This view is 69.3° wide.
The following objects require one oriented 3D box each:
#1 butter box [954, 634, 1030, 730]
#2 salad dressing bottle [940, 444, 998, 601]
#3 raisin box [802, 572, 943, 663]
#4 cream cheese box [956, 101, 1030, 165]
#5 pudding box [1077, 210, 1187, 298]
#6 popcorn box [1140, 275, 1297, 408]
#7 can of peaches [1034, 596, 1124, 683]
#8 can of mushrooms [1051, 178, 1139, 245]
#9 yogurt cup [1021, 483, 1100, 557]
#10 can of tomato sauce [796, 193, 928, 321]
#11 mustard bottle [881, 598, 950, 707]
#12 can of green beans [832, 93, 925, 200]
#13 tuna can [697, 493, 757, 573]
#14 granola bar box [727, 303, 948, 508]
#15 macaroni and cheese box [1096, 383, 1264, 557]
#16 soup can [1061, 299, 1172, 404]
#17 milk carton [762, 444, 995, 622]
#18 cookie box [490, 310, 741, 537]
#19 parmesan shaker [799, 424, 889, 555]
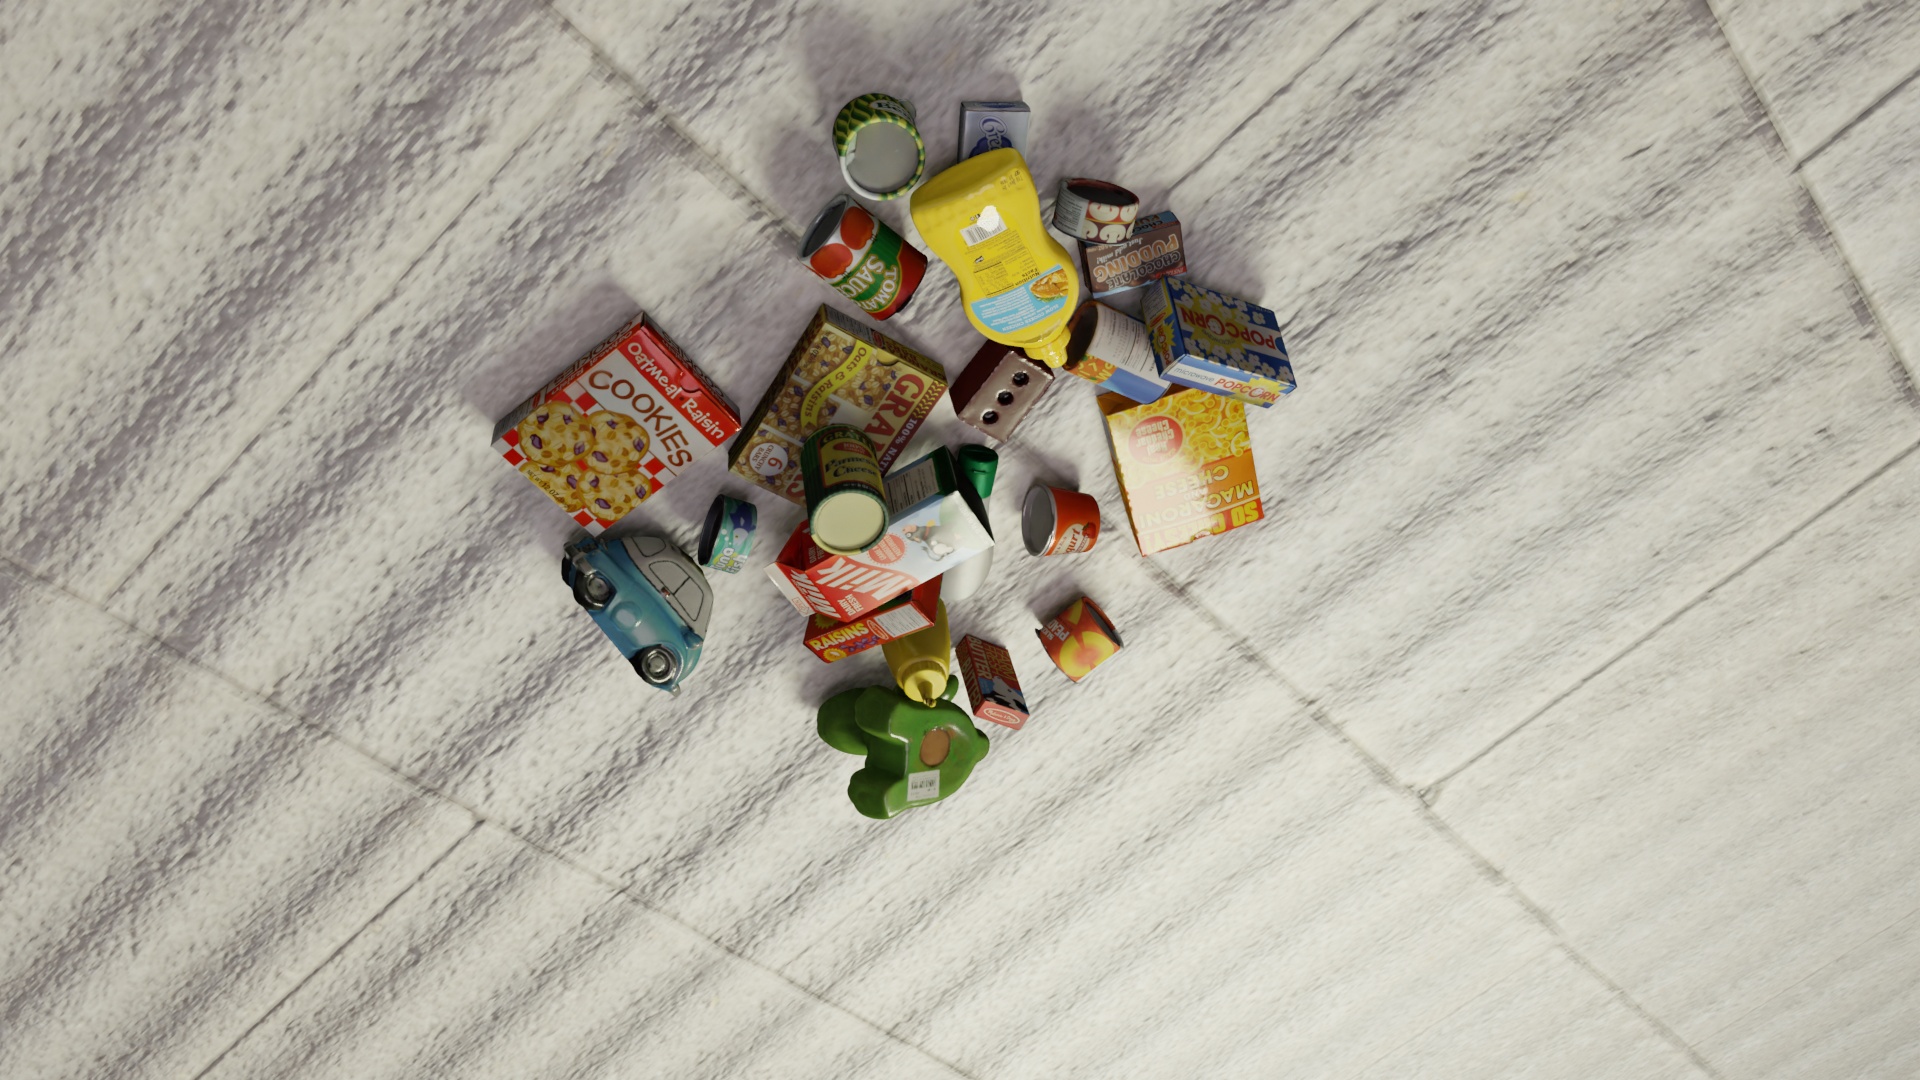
[{"bbox_3d":[0.030,0.137,1.346,0.053,0.104,0.024,21,117,-25],"label":"butter box"},{"bbox_3d":[0.005,-0.016,1.276,0.064,0.044,0.146,7,120,-8],"label":"salad dressing bottle"},{"bbox_3d":[-0.078,0.053,1.258,0.123,0.086,0.040,-22,130,28],"label":"raisin box"},{"bbox_3d":[0.024,-0.296,1.105,0.053,0.024,0.103,-2,123,-11],"label":"cream cheese box"},{"bbox_3d":[0.144,-0.239,1.164,0.084,0.030,0.049,-14,126,-1],"label":"pudding box"},{"bbox_3d":[0.218,-0.167,1.177,0.127,0.085,0.038,11,145,-30],"label":"popcorn box"},{"bbox_3d":[0.117,0.095,1.359,0.058,0.071,0.071,-38,122,14],"label":"can of peaches"},{"bbox_3d":[0.111,-0.265,1.119,0.071,0.071,0.033,3,121,-14],"label":"can of mushrooms"},{"bbox_3d":[0.093,-0.017,1.282,0.054,0.073,0.072,3,123,-23],"label":"yogurt cup"},{"bbox_3d":[-0.078,-0.224,1.105,0.083,0.071,0.071,34,111,-28],"label":"can of tomato sauce"},{"bbox_3d":[-0.040,0.101,1.273,0.065,0.161,0.048,8,123,-15],"label":"mustard bottle"},{"bbox_3d":[-0.063,-0.301,1.063,0.071,0.058,0.071,-5,124,-8],"label":"can of green beans"},{"bbox_3d":[-0.205,-0.004,1.224,0.033,0.071,0.070,17,118,-22],"label":"tuna can"},{"bbox_3d":[-0.107,-0.104,1.197,0.124,0.039,0.165,25,115,-25],"label":"granola bar box"},{"bbox_3d":[0.205,-0.074,1.280,0.124,0.040,0.165,-18,125,2],"label":"macaroni and cheese box"},{"bbox_3d":[0.136,-0.161,1.194,0.084,0.072,0.071,20,117,-21],"label":"soup can"},{"bbox_3d":[-0.074,0.003,1.207,0.190,0.074,0.072,-27,127,10],"label":"milk carton"},{"bbox_3d":[-0.287,-0.095,1.166,0.167,0.040,0.122,-35,123,12],"label":"cookie box"},{"bbox_3d":[-0.094,-0.042,1.153,0.071,0.103,0.071,-6,125,-8],"label":"parmesan shaker"}]
